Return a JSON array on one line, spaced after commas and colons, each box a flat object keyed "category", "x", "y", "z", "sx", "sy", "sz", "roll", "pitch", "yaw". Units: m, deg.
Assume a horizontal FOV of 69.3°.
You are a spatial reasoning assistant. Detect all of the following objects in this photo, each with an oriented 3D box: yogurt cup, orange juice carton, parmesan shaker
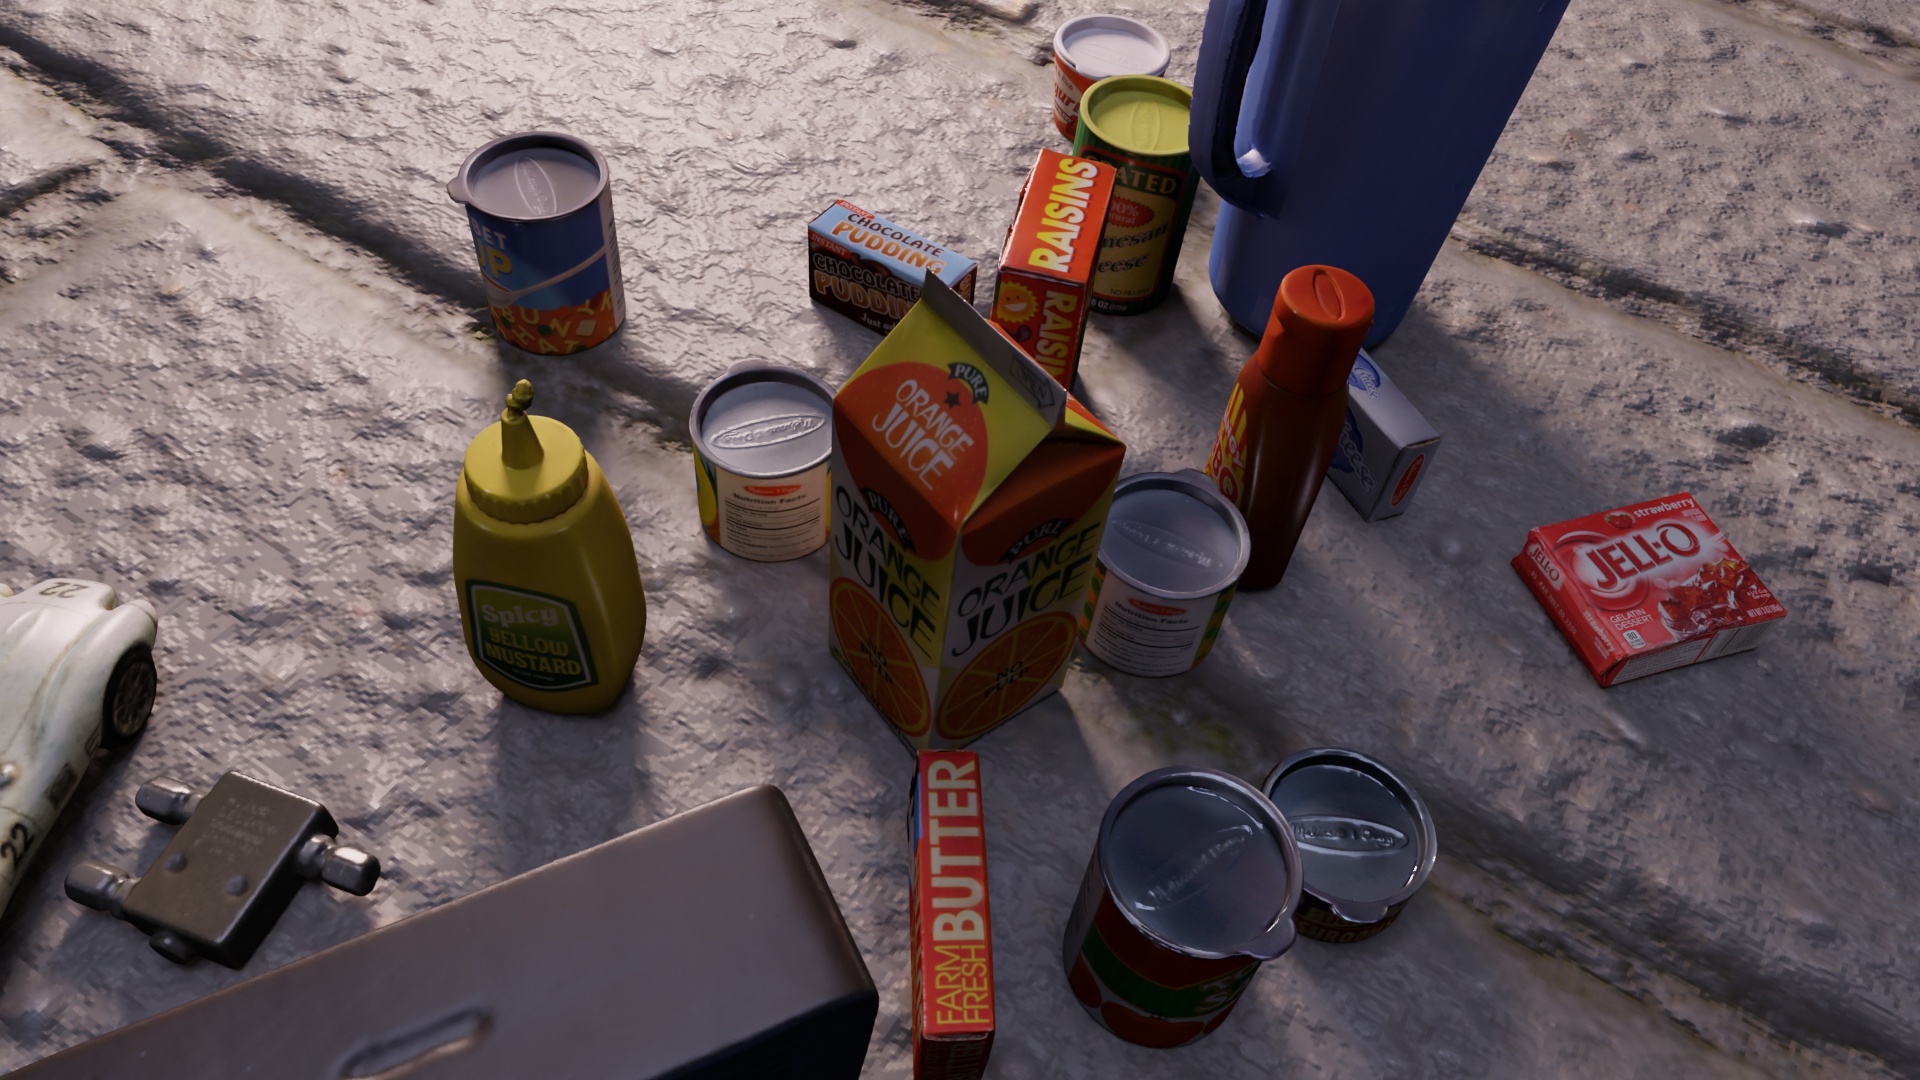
[{"category": "yogurt cup", "x": 0.085, "y": -0.268, "z": 0.815, "sx": 0.072, "sy": 0.053, "sz": 0.073, "roll": 3, "pitch": 51, "yaw": -4}, {"category": "orange juice carton", "x": 0.002, "y": -0.006, "z": 0.502, "sx": 0.073, "sy": 0.191, "sz": 0.072, "roll": -28, "pitch": 59, "yaw": -26}, {"category": "parmesan shaker", "x": 0.088, "y": -0.173, "z": 0.706, "sx": 0.071, "sy": 0.102, "sz": 0.072, "roll": 3, "pitch": 51, "yaw": -4}]

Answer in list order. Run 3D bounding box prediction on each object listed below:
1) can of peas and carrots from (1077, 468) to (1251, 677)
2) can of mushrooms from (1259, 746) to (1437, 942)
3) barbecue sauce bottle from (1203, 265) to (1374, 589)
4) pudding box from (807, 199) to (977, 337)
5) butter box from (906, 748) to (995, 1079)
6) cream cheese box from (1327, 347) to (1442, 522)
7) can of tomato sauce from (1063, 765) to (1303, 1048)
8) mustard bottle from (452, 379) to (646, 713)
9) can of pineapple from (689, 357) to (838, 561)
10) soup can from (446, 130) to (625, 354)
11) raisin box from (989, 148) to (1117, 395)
[{"category": "can of peas and carrots", "x": 0.083, "y": 0.013, "z": 0.582, "sx": 0.071, "sy": 0.058, "sz": 0.071, "roll": 3, "pitch": 51, "yaw": -4}, {"category": "can of mushrooms", "x": 0.140, "y": 0.116, "z": 0.520, "sx": 0.071, "sy": 0.033, "sz": 0.071, "roll": 3, "pitch": 51, "yaw": -4}, {"category": "barbecue sauce bottle", "x": 0.132, "y": -0.046, "z": 0.578, "sx": 0.044, "sy": 0.147, "sz": 0.065, "roll": 1, "pitch": 51, "yaw": -6}, {"category": "pudding box", "x": -0.034, "y": -0.130, "z": 0.691, "sx": 0.084, "sy": 0.049, "sz": 0.030, "roll": 29, "pitch": 54, "yaw": 17}, {"category": "butter box", "x": -0.005, "y": 0.129, "z": 0.480, "sx": 0.024, "sy": 0.052, "sz": 0.104, "roll": 1, "pitch": 51, "yaw": -6}, {"category": "cream cheese box", "x": 0.180, "y": -0.063, "z": 0.659, "sx": 0.024, "sy": 0.053, "sz": 0.104, "roll": -17, "pitch": 55, "yaw": -19}, {"category": "can of tomato sauce", "x": 0.074, "y": 0.127, "z": 0.471, "sx": 0.071, "sy": 0.082, "sz": 0.071, "roll": 3, "pitch": 51, "yaw": -4}, {"category": "mustard bottle", "x": -0.151, "y": 0.003, "z": 0.498, "sx": 0.065, "sy": 0.159, "sz": 0.049, "roll": 10, "pitch": 51, "yaw": 2}, {"category": "can of pineapple", "x": -0.082, "y": -0.035, "z": 0.602, "sx": 0.071, "sy": 0.057, "sz": 0.071, "roll": 3, "pitch": 51, "yaw": -4}, {"category": "soup can", "x": -0.198, "y": -0.139, "z": 0.658, "sx": 0.071, "sy": 0.083, "sz": 0.072, "roll": 3, "pitch": 51, "yaw": -4}, {"category": "raisin box", "x": 0.037, "y": -0.098, "z": 0.626, "sx": 0.040, "sy": 0.122, "sz": 0.086, "roll": 14, "pitch": 51, "yaw": 5}]
